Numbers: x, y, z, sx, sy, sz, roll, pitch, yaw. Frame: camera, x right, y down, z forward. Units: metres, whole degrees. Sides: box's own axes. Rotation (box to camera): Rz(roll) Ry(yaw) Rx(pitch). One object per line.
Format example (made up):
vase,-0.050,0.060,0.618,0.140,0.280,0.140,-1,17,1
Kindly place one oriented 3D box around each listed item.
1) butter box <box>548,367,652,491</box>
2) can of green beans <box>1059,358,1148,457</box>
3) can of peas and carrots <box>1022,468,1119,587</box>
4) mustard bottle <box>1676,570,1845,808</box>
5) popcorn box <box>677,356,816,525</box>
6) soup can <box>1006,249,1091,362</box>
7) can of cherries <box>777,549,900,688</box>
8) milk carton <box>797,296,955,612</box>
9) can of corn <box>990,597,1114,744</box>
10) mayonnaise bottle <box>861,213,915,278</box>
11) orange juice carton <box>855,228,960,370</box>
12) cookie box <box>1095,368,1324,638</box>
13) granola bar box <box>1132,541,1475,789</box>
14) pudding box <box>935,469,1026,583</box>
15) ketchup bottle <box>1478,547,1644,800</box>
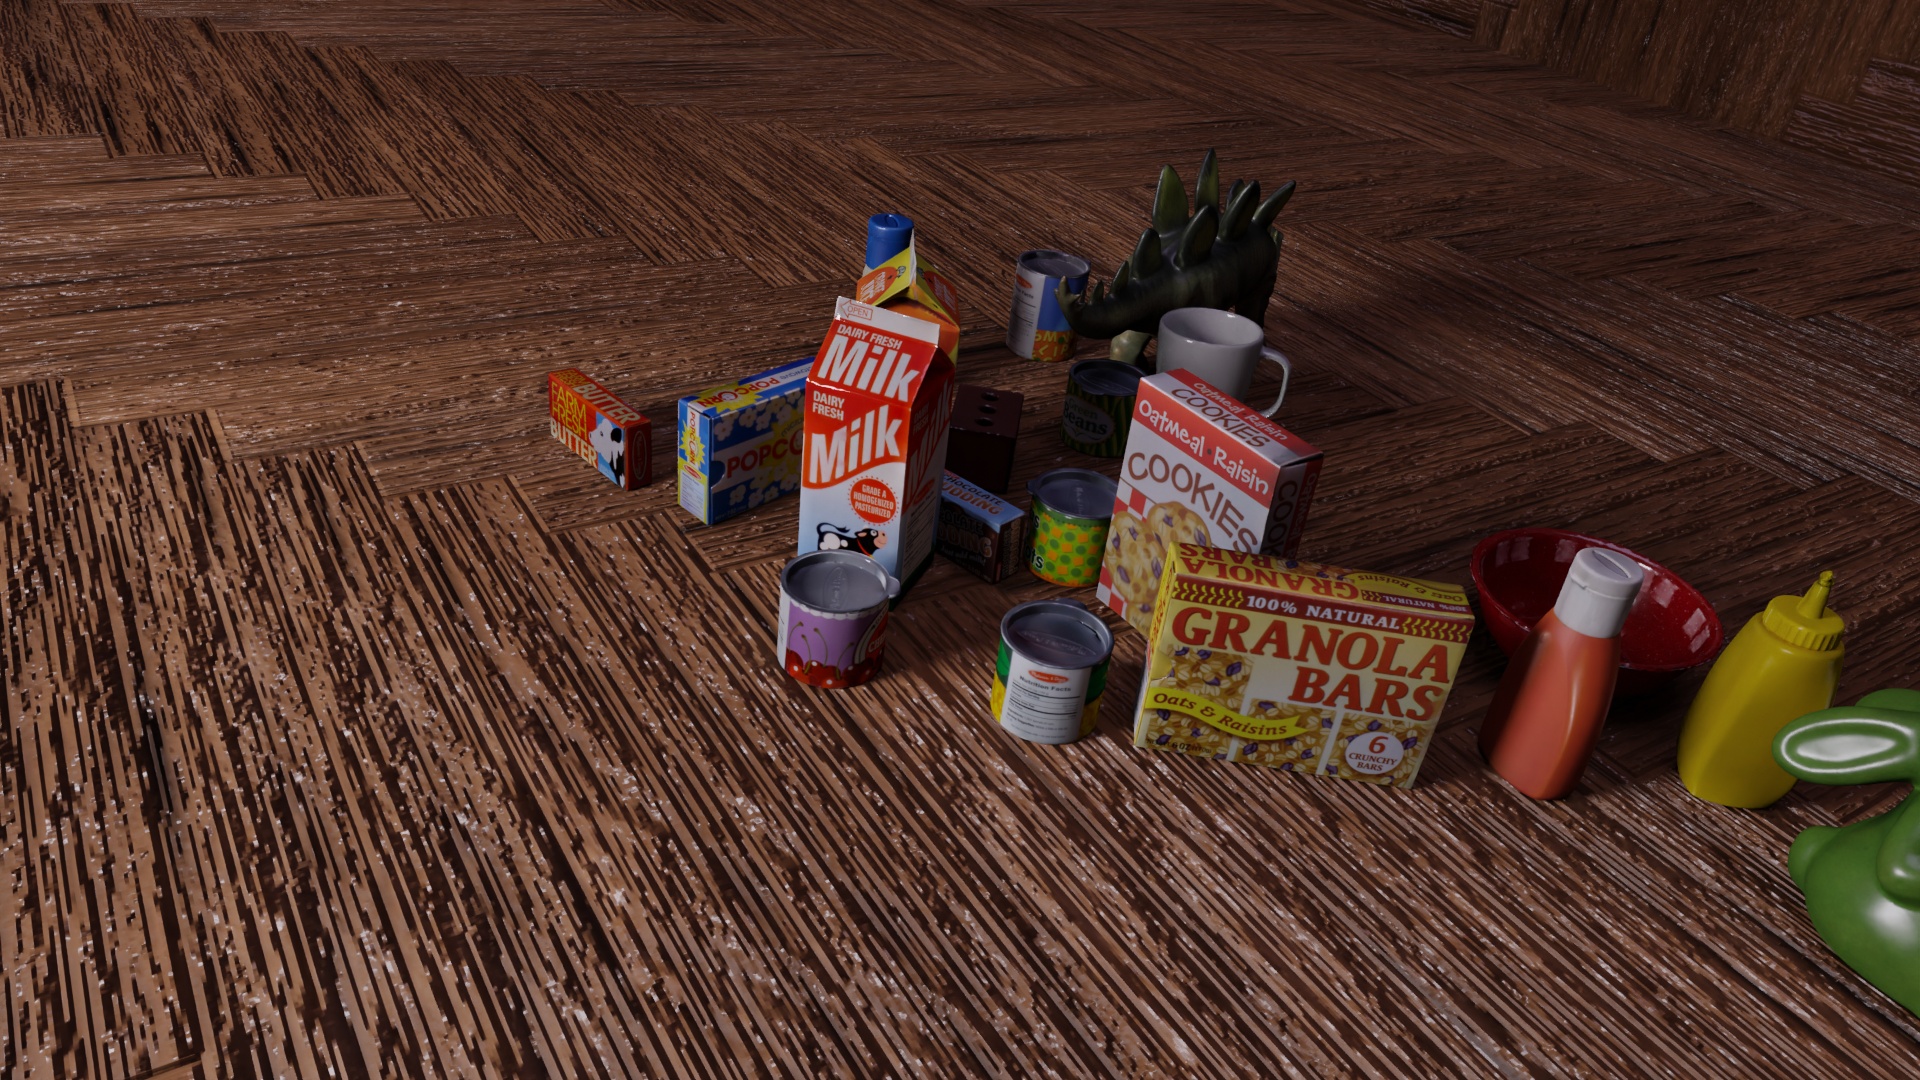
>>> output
butter box,-0.262,-0.082,1.006,0.024,0.052,0.104,-23,43,-39
can of green beans,0.116,-0.107,1.123,0.071,0.057,0.071,6,32,-3
can of peas and carrots,0.076,-0.009,0.957,0.071,0.058,0.071,6,32,-3
mustard bottle,0.470,0.082,0.801,0.065,0.159,0.049,10,32,3
popcorn box,-0.140,-0.073,0.987,0.038,0.084,0.127,30,38,32
soup can,0.081,-0.213,1.260,0.071,0.083,0.072,6,32,-3
can of cherries,-0.074,0.048,0.835,0.071,0.058,0.072,6,32,-3
milk carton,-0.053,-0.058,0.884,0.072,0.189,0.074,17,33,15
can of corn,0.054,0.076,0.817,0.071,0.058,0.071,6,32,-3
mayonnaise bottle,-0.063,-0.190,1.131,0.041,0.147,0.065,-1,33,-14
orange juice carton,-0.042,-0.117,0.978,0.073,0.191,0.072,5,32,-5
cookie box,0.151,-0.007,0.867,0.040,0.166,0.123,-15,39,-33
granola bar box,0.190,0.073,0.790,0.166,0.123,0.039,9,32,1
pudding box,0.003,-0.012,0.955,0.084,0.049,0.030,31,38,32
ketchup bottle,0.346,0.075,0.797,0.043,0.148,0.065,-5,34,-20
